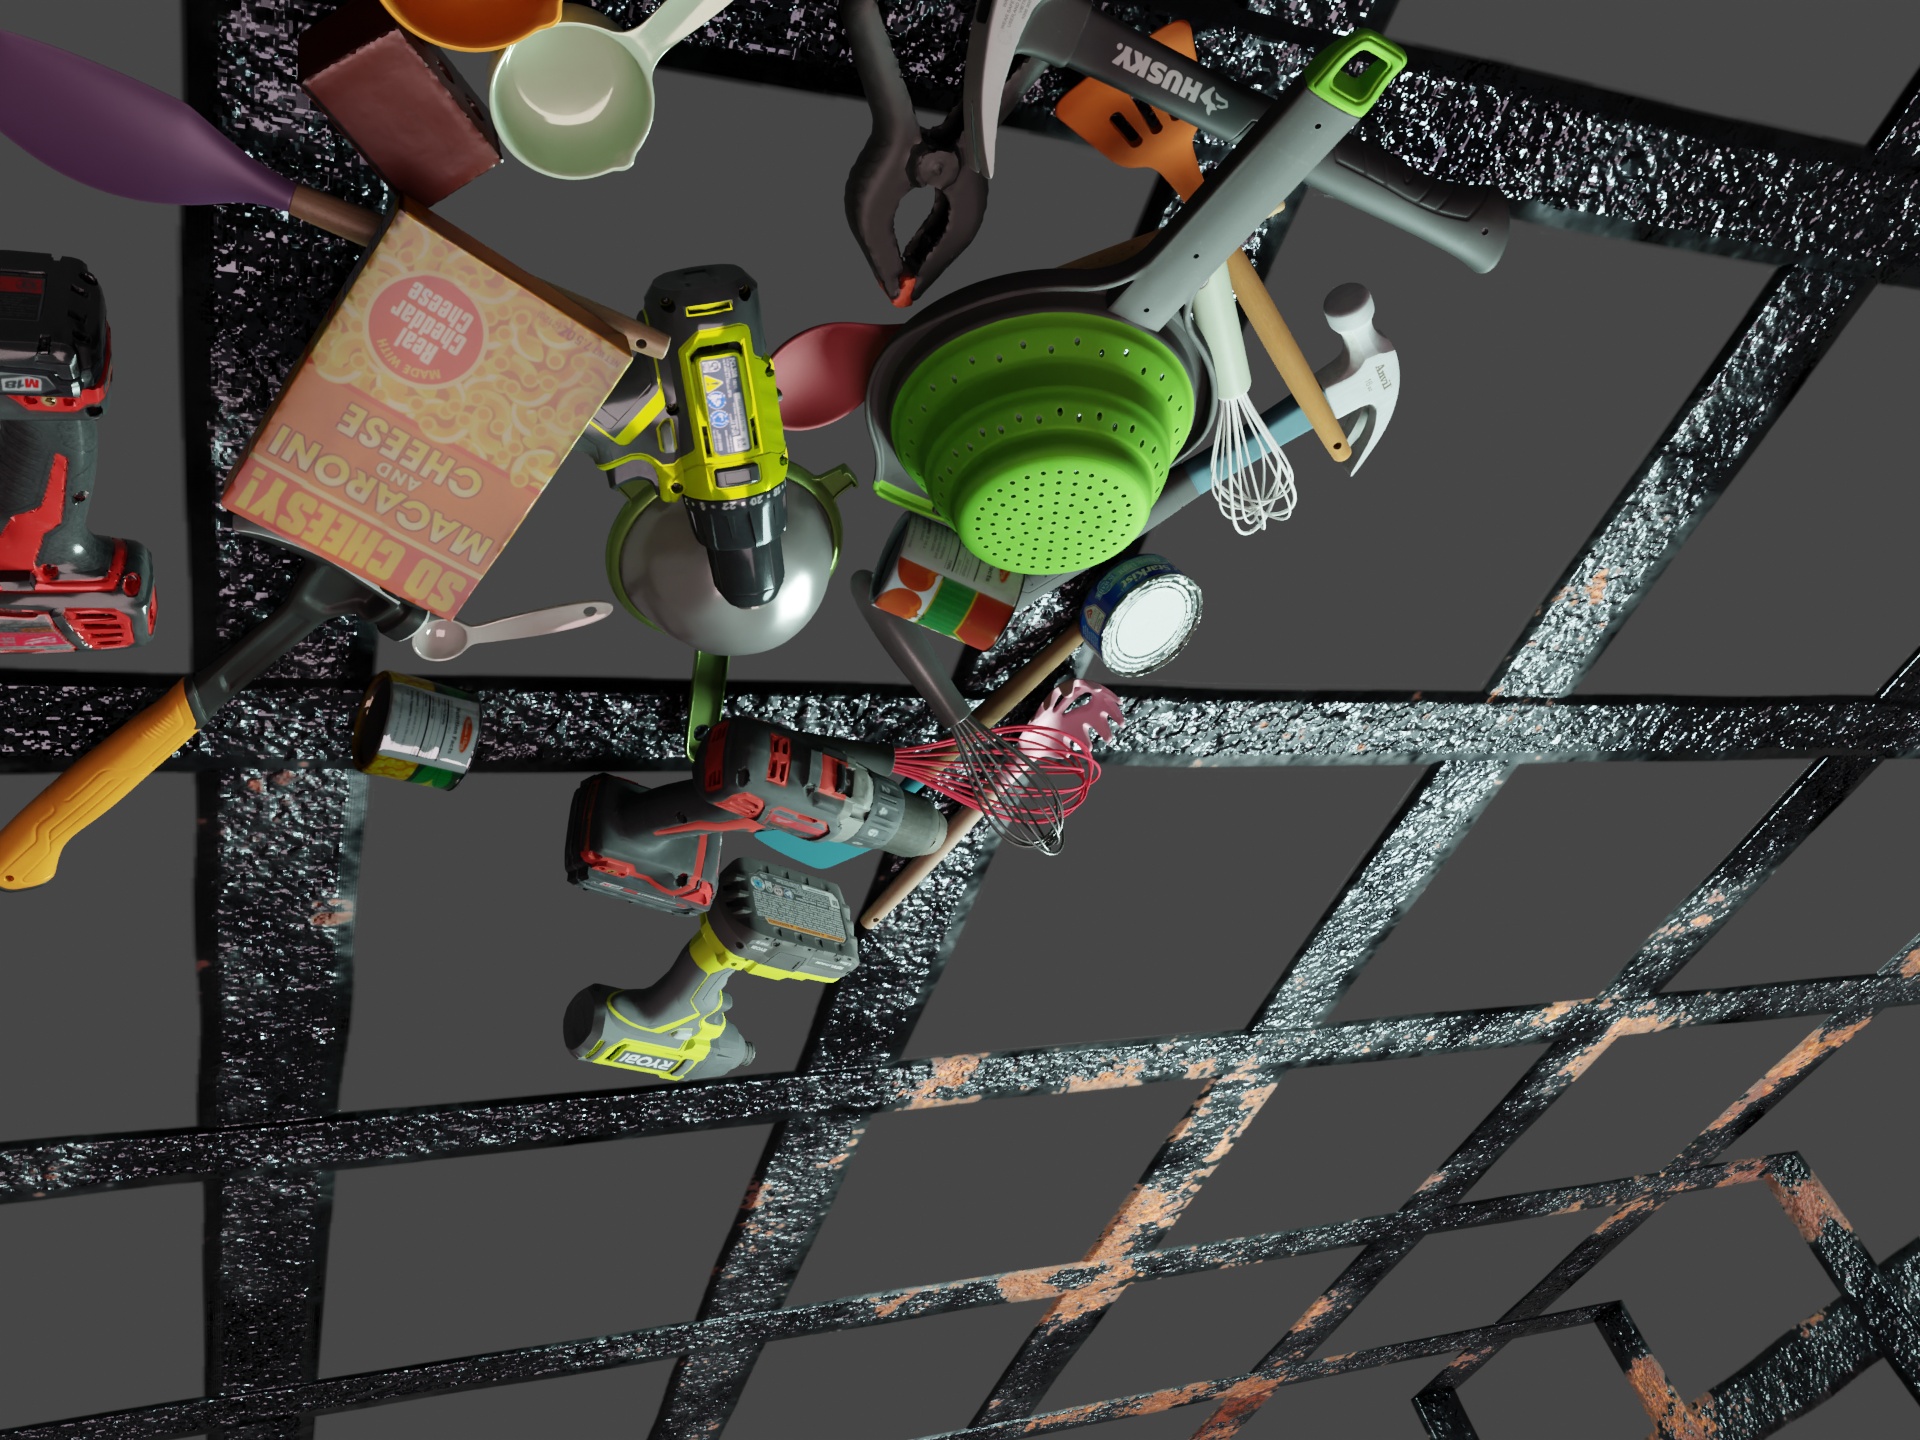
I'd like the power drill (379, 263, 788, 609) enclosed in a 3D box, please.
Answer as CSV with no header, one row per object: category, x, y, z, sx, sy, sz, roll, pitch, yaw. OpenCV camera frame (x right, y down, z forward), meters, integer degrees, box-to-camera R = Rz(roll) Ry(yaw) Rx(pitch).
power drill,-0.206,-0.135,0.868,0.228,0.080,0.190,-12,120,-12

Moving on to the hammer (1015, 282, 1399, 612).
hammer,0.142,-0.155,1.064,0.331,0.033,0.128,-31,138,10

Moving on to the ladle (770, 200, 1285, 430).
ladle,0.030,-0.238,0.899,0.315,0.031,0.069,-19,146,8

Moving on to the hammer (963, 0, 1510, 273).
hammer,0.156,-0.306,0.833,0.334,0.035,0.146,15,112,-25

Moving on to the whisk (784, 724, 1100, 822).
whisk,-0.033,0.030,1.123,0.295,0.073,0.073,7,132,-24

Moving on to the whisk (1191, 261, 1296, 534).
whisk,0.165,-0.197,0.958,0.059,0.058,0.246,-54,147,-18

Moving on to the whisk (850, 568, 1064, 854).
whisk,-0.001,-0.004,1.076,0.055,0.055,0.239,-33,103,12

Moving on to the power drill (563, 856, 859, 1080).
power drill,-0.191,0.214,1.288,0.171,0.080,0.223,22,127,-39

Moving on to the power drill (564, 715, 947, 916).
power drill,-0.140,0.070,1.076,0.187,0.080,0.227,23,149,-39

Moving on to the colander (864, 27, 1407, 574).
colander,0.092,-0.187,0.845,0.204,0.095,0.397,15,144,-28

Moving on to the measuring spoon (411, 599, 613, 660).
measuring spoon,-0.280,-0.063,0.994,0.124,0.018,0.034,-12,139,-22

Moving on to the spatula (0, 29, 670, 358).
spatula,-0.289,-0.234,0.752,0.315,0.018,0.059,18,128,-21

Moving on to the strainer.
strainer,-0.151,-0.050,1.019,0.151,0.069,0.256,-4,135,-21

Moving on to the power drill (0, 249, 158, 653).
power drill,-0.487,-0.120,0.791,0.143,0.079,0.219,-2,138,-22

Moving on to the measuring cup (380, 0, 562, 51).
measuring cup,-0.186,-0.369,0.673,0.173,0.052,0.095,-45,135,16

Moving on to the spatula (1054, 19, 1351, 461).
spatula,0.163,-0.261,0.931,0.081,0.041,0.322,-29,129,17

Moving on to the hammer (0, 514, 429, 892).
hammer,-0.481,-0.001,0.952,0.337,0.034,0.127,-36,139,16

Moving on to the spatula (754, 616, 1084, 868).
spatula,-0.017,0.016,1.190,0.317,0.044,0.082,-42,136,15

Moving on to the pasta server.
pasta server,0.015,0.072,1.251,0.060,0.040,0.316,27,122,-26

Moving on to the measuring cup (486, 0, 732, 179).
measuring cup,-0.150,-0.326,0.746,0.167,0.038,0.083,-35,138,10
